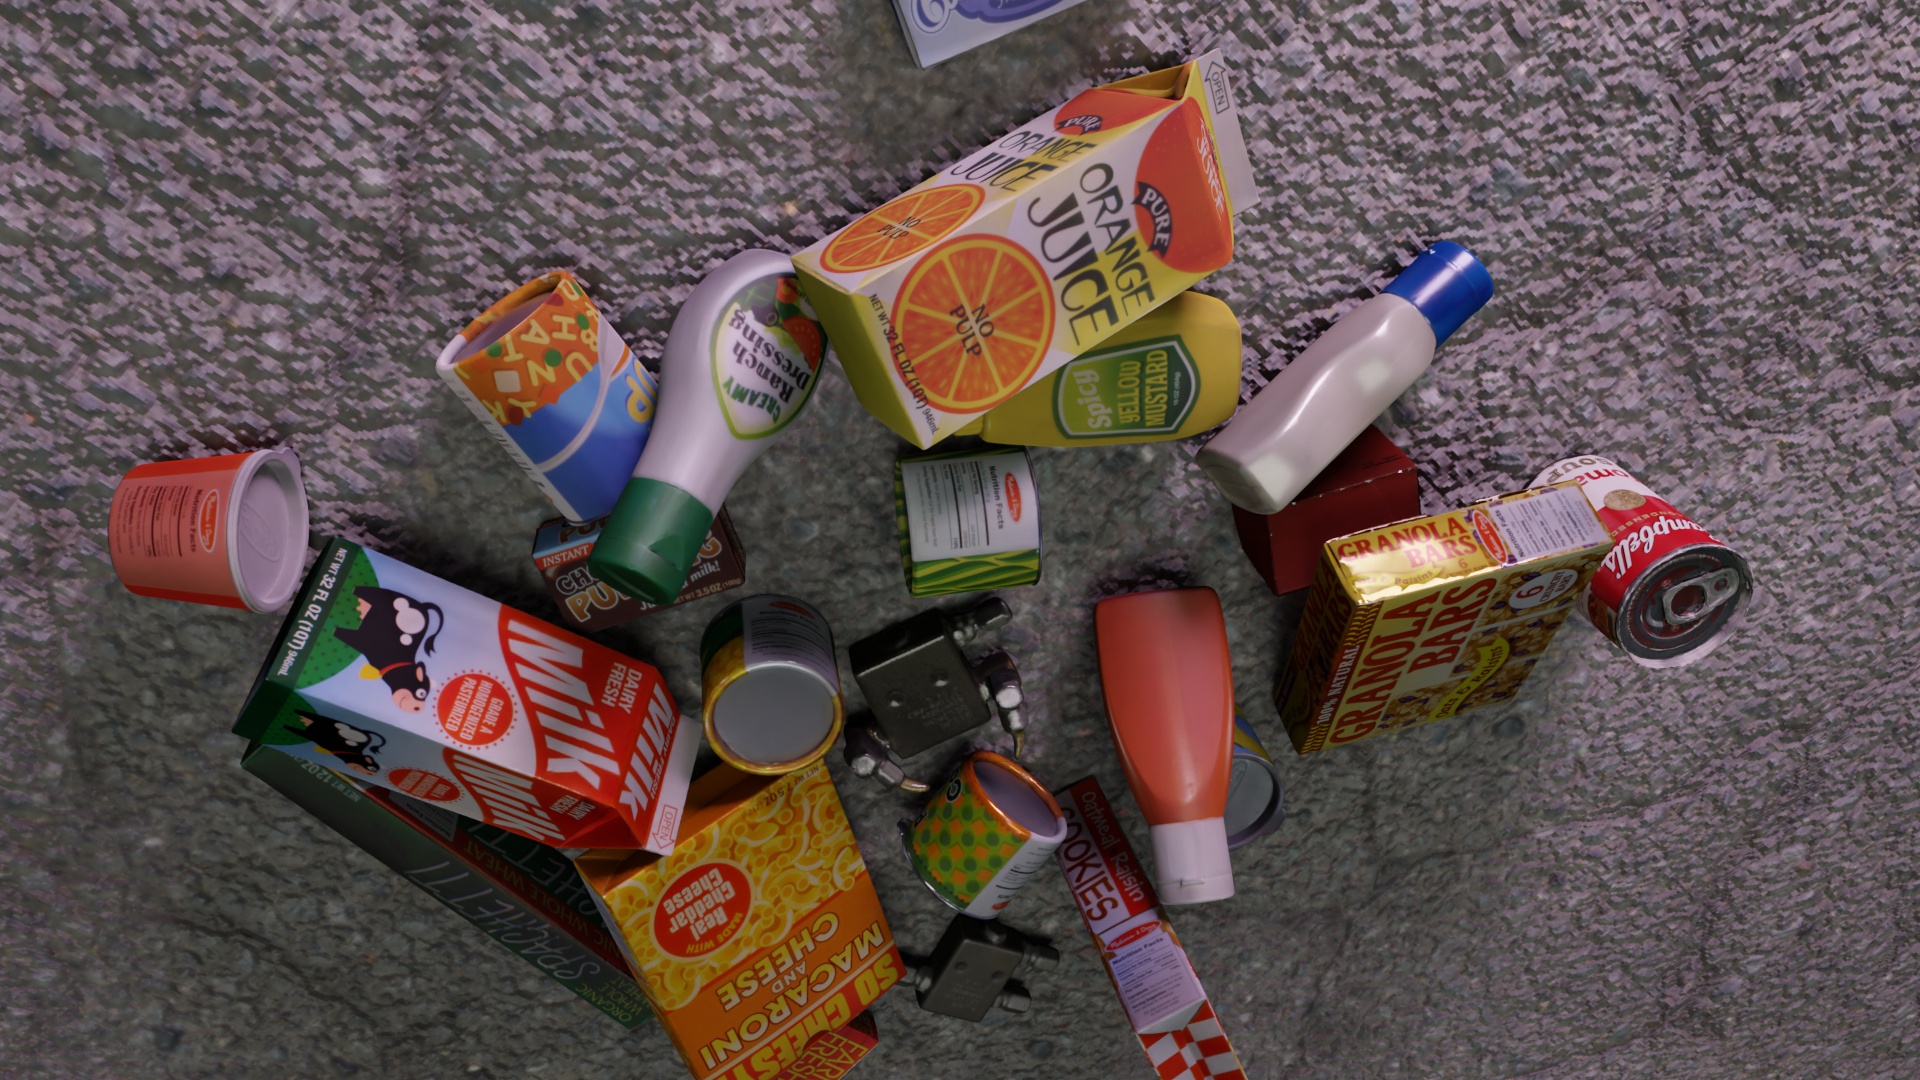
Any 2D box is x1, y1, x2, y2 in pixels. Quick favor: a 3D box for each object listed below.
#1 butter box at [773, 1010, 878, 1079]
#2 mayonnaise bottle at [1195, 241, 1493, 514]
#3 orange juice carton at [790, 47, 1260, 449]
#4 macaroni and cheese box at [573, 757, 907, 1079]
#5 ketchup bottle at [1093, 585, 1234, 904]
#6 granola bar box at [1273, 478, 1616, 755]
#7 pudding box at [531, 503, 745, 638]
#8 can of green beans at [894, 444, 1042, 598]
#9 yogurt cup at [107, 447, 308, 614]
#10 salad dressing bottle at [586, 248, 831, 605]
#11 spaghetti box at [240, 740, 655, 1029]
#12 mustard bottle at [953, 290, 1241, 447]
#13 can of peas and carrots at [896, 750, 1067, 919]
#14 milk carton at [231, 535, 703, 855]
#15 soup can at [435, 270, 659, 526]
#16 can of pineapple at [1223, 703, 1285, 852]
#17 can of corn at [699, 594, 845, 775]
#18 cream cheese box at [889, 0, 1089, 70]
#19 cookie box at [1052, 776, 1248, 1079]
[{"bbox_3d":[-0.100,0.304,0.805,0.053,0.024,0.103,36,106,-27],"label":"butter box"},{"bbox_3d":[0.176,-0.074,0.628,0.148,0.065,0.041,-42,102,-5],"label":"mayonnaise bottle"},{"bbox_3d":[0.037,-0.122,0.558,0.193,0.073,0.071,-32,121,-12],"label":"orange juice carton"},{"bbox_3d":[-0.106,0.195,0.708,0.124,0.040,0.165,-32,123,-24],"label":"macaroni and cheese box"},{"bbox_3d":[0.104,0.099,0.675,0.065,0.043,0.149,-8,78,9],"label":"ketchup bottle"},{"bbox_3d":[0.228,0.042,0.681,0.124,0.039,0.164,-14,148,-5],"label":"granola bar box"},{"bbox_3d":[-0.145,0.006,0.630,0.084,0.030,0.049,-18,120,-2],"label":"pudding box"},{"bbox_3d":[0.002,-0.009,0.631,0.058,0.071,0.071,-6,119,-7],"label":"can of green beans"},{"bbox_3d":[-0.310,-0.004,0.572,0.054,0.073,0.072,1,118,-3],"label":"yogurt cup"},{"bbox_3d":[-0.099,-0.046,0.553,0.064,0.044,0.148,41,61,-37],"label":"salad dressing bottle"},{"bbox_3d":[-0.236,0.158,0.683,0.028,0.050,0.249,-36,119,11],"label":"spaghetti box"},{"bbox_3d":[0.043,-0.071,0.616,0.160,0.049,0.065,-9,121,-7],"label":"mustard bottle"},{"bbox_3d":[0.011,0.150,0.722,0.071,0.071,0.058,31,108,-25],"label":"can of peas and carrots"},{"bbox_3d":[-0.207,0.078,0.618,0.190,0.073,0.073,26,142,-24],"label":"milk carton"},{"bbox_3d":[-0.159,-0.060,0.571,0.071,0.071,0.083,-31,120,6],"label":"soup can"},{"bbox_3d":[0.131,0.123,0.734,0.071,0.058,0.070,-5,119,-9],"label":"can of pineapple"},{"bbox_3d":[-0.091,0.071,0.660,0.071,0.058,0.070,-5,119,-9],"label":"can of corn"},{"bbox_3d":[0.021,-0.228,0.540,0.104,0.024,0.053,-22,120,1],"label":"cream cheese box"},{"bbox_3d":[0.097,0.220,0.718,0.040,0.168,0.122,-27,120,0],"label":"cookie box"}]
